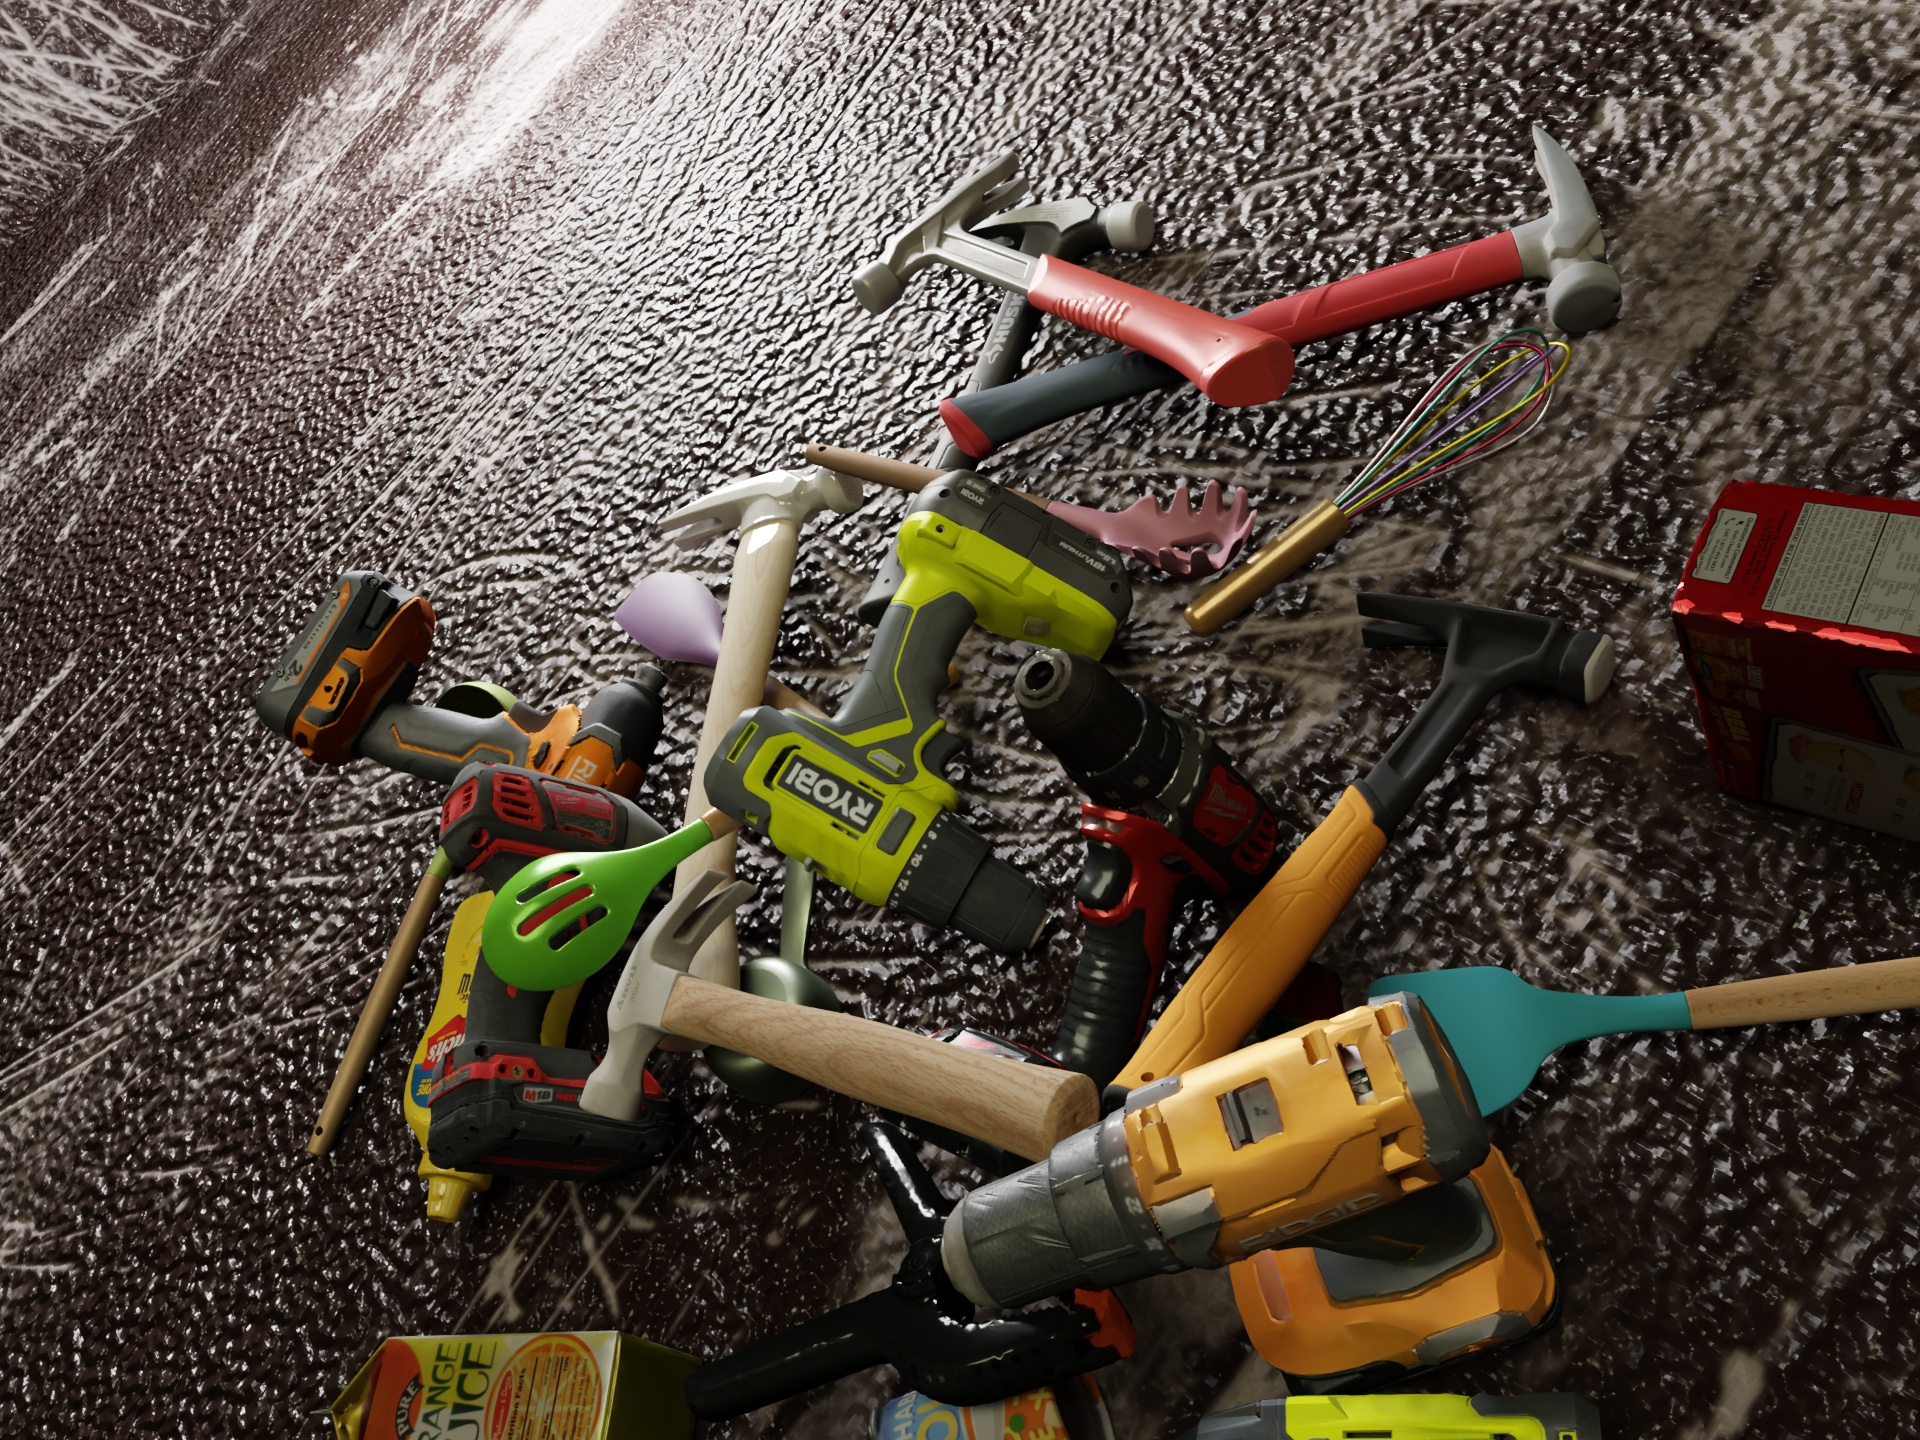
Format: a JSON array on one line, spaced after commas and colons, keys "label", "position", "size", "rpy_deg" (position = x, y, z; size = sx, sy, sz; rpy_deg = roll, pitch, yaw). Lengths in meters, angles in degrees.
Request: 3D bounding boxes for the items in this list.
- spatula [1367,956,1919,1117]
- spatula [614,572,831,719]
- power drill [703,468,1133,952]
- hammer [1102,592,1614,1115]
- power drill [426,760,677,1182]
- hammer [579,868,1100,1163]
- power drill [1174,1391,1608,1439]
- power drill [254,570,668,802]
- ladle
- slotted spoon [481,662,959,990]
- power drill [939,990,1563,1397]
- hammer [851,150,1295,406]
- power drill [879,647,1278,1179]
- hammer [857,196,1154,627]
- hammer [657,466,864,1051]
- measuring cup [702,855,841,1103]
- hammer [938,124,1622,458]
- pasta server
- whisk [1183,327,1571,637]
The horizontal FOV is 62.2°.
[{"label": "spatula", "position": [0.323, 0.116, 0.644], "size": [0.317, 0.044, 0.082], "rpy_deg": [-12, 54, 20]}, {"label": "spatula", "position": [-0.133, -0.029, 1.022], "size": [0.060, 0.018, 0.316], "rpy_deg": [-49, 47, -8]}, {"label": "power drill", "position": [-0.001, -0.003, 0.856], "size": [0.190, 0.080, 0.228], "rpy_deg": [29, 71, 6]}, {"label": "hammer", "position": [0.161, 0.053, 0.697], "size": [0.127, 0.034, 0.337], "rpy_deg": [16, 47, 38]}, {"label": "power drill", "position": [-0.220, 0.136, 0.886], "size": [0.078, 0.143, 0.220], "rpy_deg": [-33, 51, 40]}, {"label": "hammer", "position": [-0.064, 0.141, 0.703], "size": [0.331, 0.031, 0.130], "rpy_deg": [1, 70, 50]}, {"label": "power drill", "position": [0.146, 0.351, 0.544], "size": [0.171, 0.080, 0.223], "rpy_deg": [-10, 59, 21]}, {"label": "power drill", "position": [-0.306, -0.004, 1.014], "size": [0.226, 0.084, 0.164], "rpy_deg": [29, 75, 3]}, {"label": "ladle", "position": [-0.360, 0.123, 1.037], "size": [0.078, 0.062, 0.320], "rpy_deg": [7, 67, 25]}, {"label": "slotted spoon", "position": [-0.121, 0.045, 0.875], "size": [0.314, 0.031, 0.070], "rpy_deg": [-33, 71, -28]}, {"label": "power drill", "position": [0.115, 0.189, 0.585], "size": [0.185, 0.226, 0.084], "rpy_deg": [-26, 50, 15]}, {"label": "hammer", "position": [0.076, -0.263, 0.961], "size": [0.149, 0.036, 0.359], "rpy_deg": [-40, 41, -10]}, {"label": "power drill", "position": [0.052, 0.093, 0.719], "size": [0.080, 0.187, 0.227], "rpy_deg": [13, 72, 43]}, {"label": "hammer", "position": [0.008, -0.206, 1.042], "size": [0.146, 0.035, 0.335], "rpy_deg": [8, 65, 34]}, {"label": "hammer", "position": [-0.147, 0.007, 0.963], "size": [0.146, 0.038, 0.411], "rpy_deg": [-14, 49, 23]}, {"label": "measuring cup", "position": [-0.103, 0.126, 0.885], "size": [0.083, 0.038, 0.168], "rpy_deg": [-11, 57, 25]}, {"label": "hammer", "position": [0.171, -0.238, 0.938], "size": [0.386, 0.038, 0.143], "rpy_deg": [-13, 53, 17]}, {"label": "pasta server", "position": [0.030, -0.135, 0.946], "size": [0.316, 0.040, 0.060], "rpy_deg": [19, 56, 31]}, {"label": "whisk", "position": [0.222, -0.125, 0.853], "size": [0.245, 0.051, 0.047], "rpy_deg": [-38, 54, 8]}]
